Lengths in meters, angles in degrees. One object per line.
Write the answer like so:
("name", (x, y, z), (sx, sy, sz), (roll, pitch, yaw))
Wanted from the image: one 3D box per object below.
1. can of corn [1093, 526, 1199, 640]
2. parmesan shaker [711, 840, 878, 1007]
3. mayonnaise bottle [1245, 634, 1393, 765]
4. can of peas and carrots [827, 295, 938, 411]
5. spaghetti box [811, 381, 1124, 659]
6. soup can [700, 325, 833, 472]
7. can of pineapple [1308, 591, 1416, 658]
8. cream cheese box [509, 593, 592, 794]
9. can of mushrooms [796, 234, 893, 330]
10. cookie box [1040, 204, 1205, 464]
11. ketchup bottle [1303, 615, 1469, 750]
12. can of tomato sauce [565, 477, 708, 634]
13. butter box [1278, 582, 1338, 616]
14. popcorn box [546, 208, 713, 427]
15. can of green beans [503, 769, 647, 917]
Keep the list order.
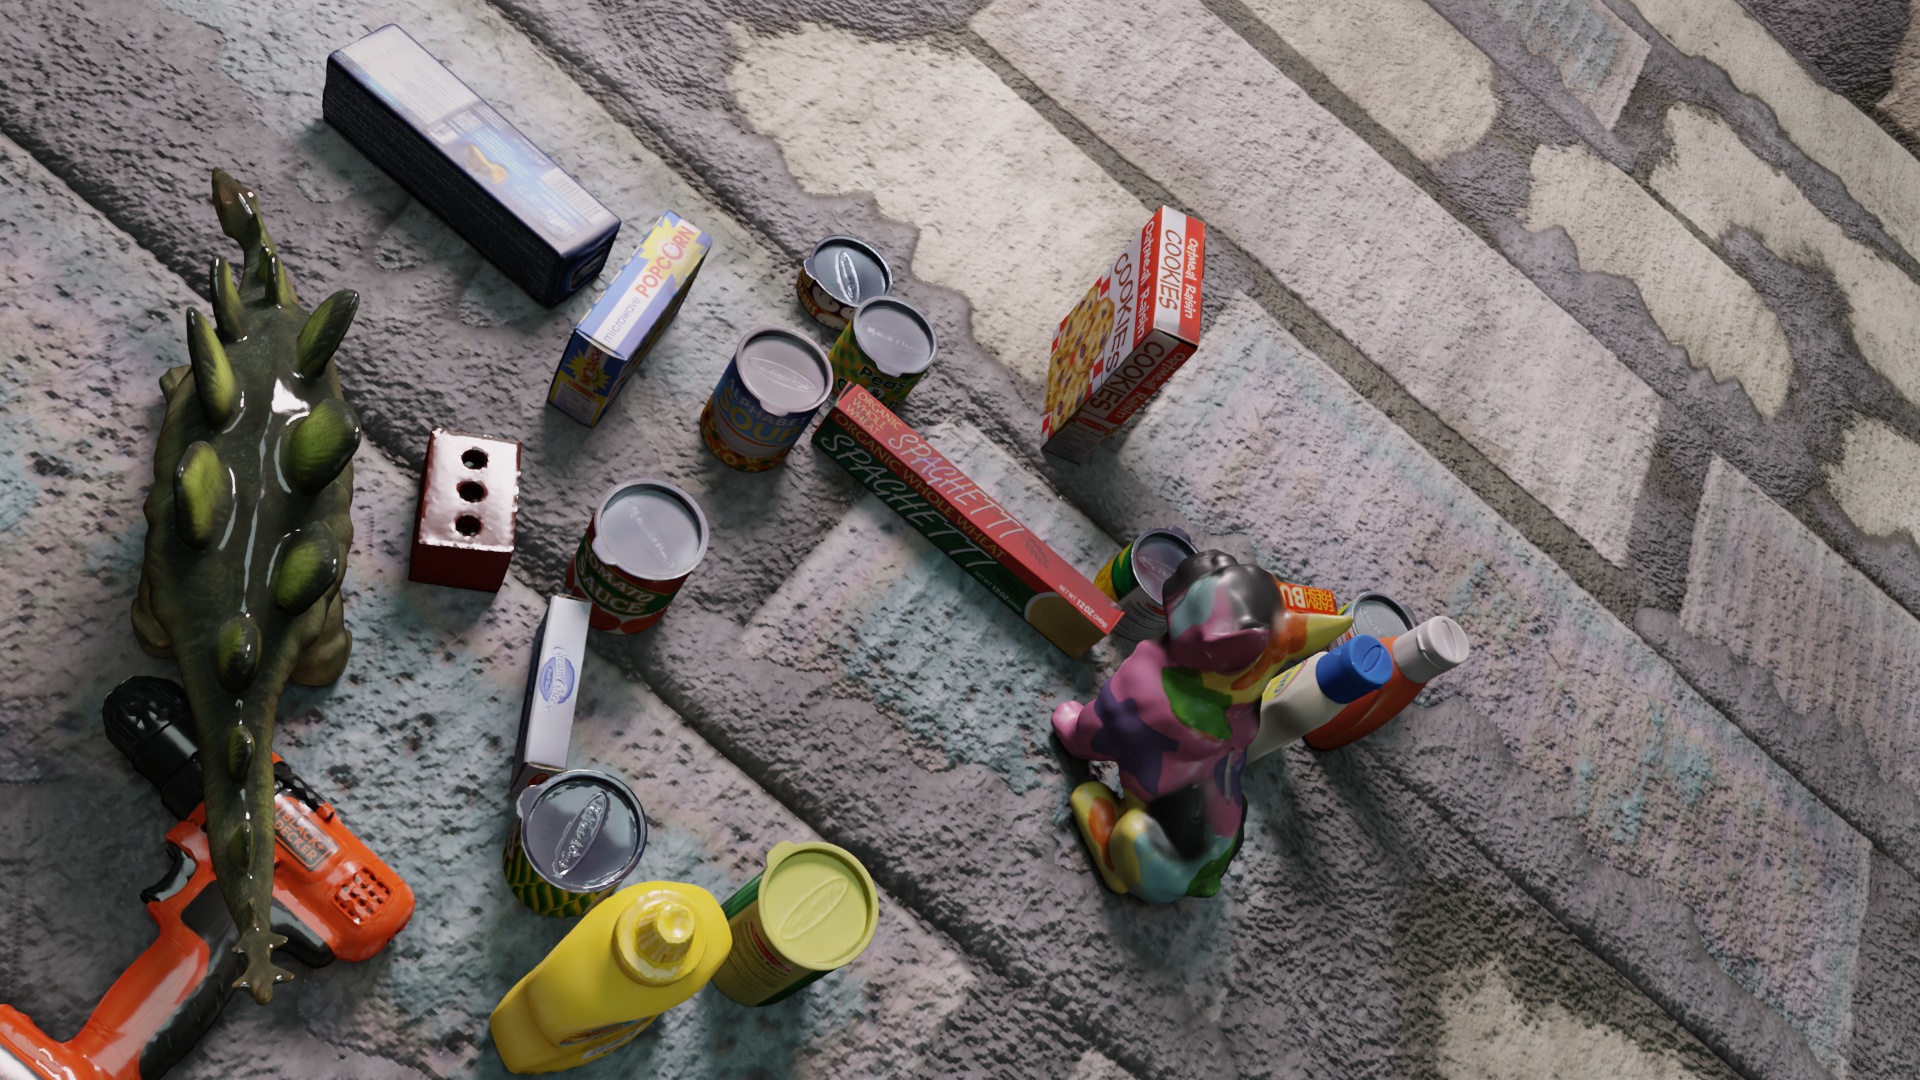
("can of corn", (0.139, 0.031, 1.016), (0.071, 0.058, 0.071), (13, 58, -22))
("parmesan shaker", (-0.096, 0.208, 0.757), (0.071, 0.102, 0.071), (13, 58, -22))
("mayonnaise bottle", (0.239, 0.109, 0.969), (0.041, 0.147, 0.065), (46, 52, 1))
("can of peas and carrots", (-0.058, -0.131, 1.001), (0.071, 0.058, 0.071), (13, 58, -22))
("spaghetti box", (0.003, -0.012, 0.972), (0.250, 0.050, 0.029), (40, 52, -3))
("soup can", (-0.131, -0.091, 0.922), (0.071, 0.083, 0.071), (13, 58, -22))
("can of pineapple", (0.315, 0.081, 1.084), (0.071, 0.057, 0.071), (13, 58, -22))
("cream cheese box", (-0.231, 0.088, 0.784), (0.024, 0.053, 0.104), (14, 57, -22))
("can of mushrooms", (-0.089, -0.192, 1.036), (0.071, 0.033, 0.071), (13, 58, -22))
("cookie box", (0.121, -0.151, 1.042), (0.040, 0.166, 0.123), (20, 55, -18))
("ketchup bottle", (0.303, 0.100, 1.009), (0.043, 0.148, 0.065), (6, 61, -26))
("can of tomato sauce", (-0.195, 0.012, 0.828), (0.071, 0.082, 0.071), (13, 58, -22))
("butter box", (0.230, 0.053, 1.057), (0.103, 0.053, 0.024), (8, 60, -25))
("popcorn box", (-0.215, -0.145, 0.906), (0.038, 0.084, 0.127), (32, 53, -10))
("can of green beans", (-0.209, 0.164, 0.750), (0.071, 0.057, 0.071), (13, 58, -22))
